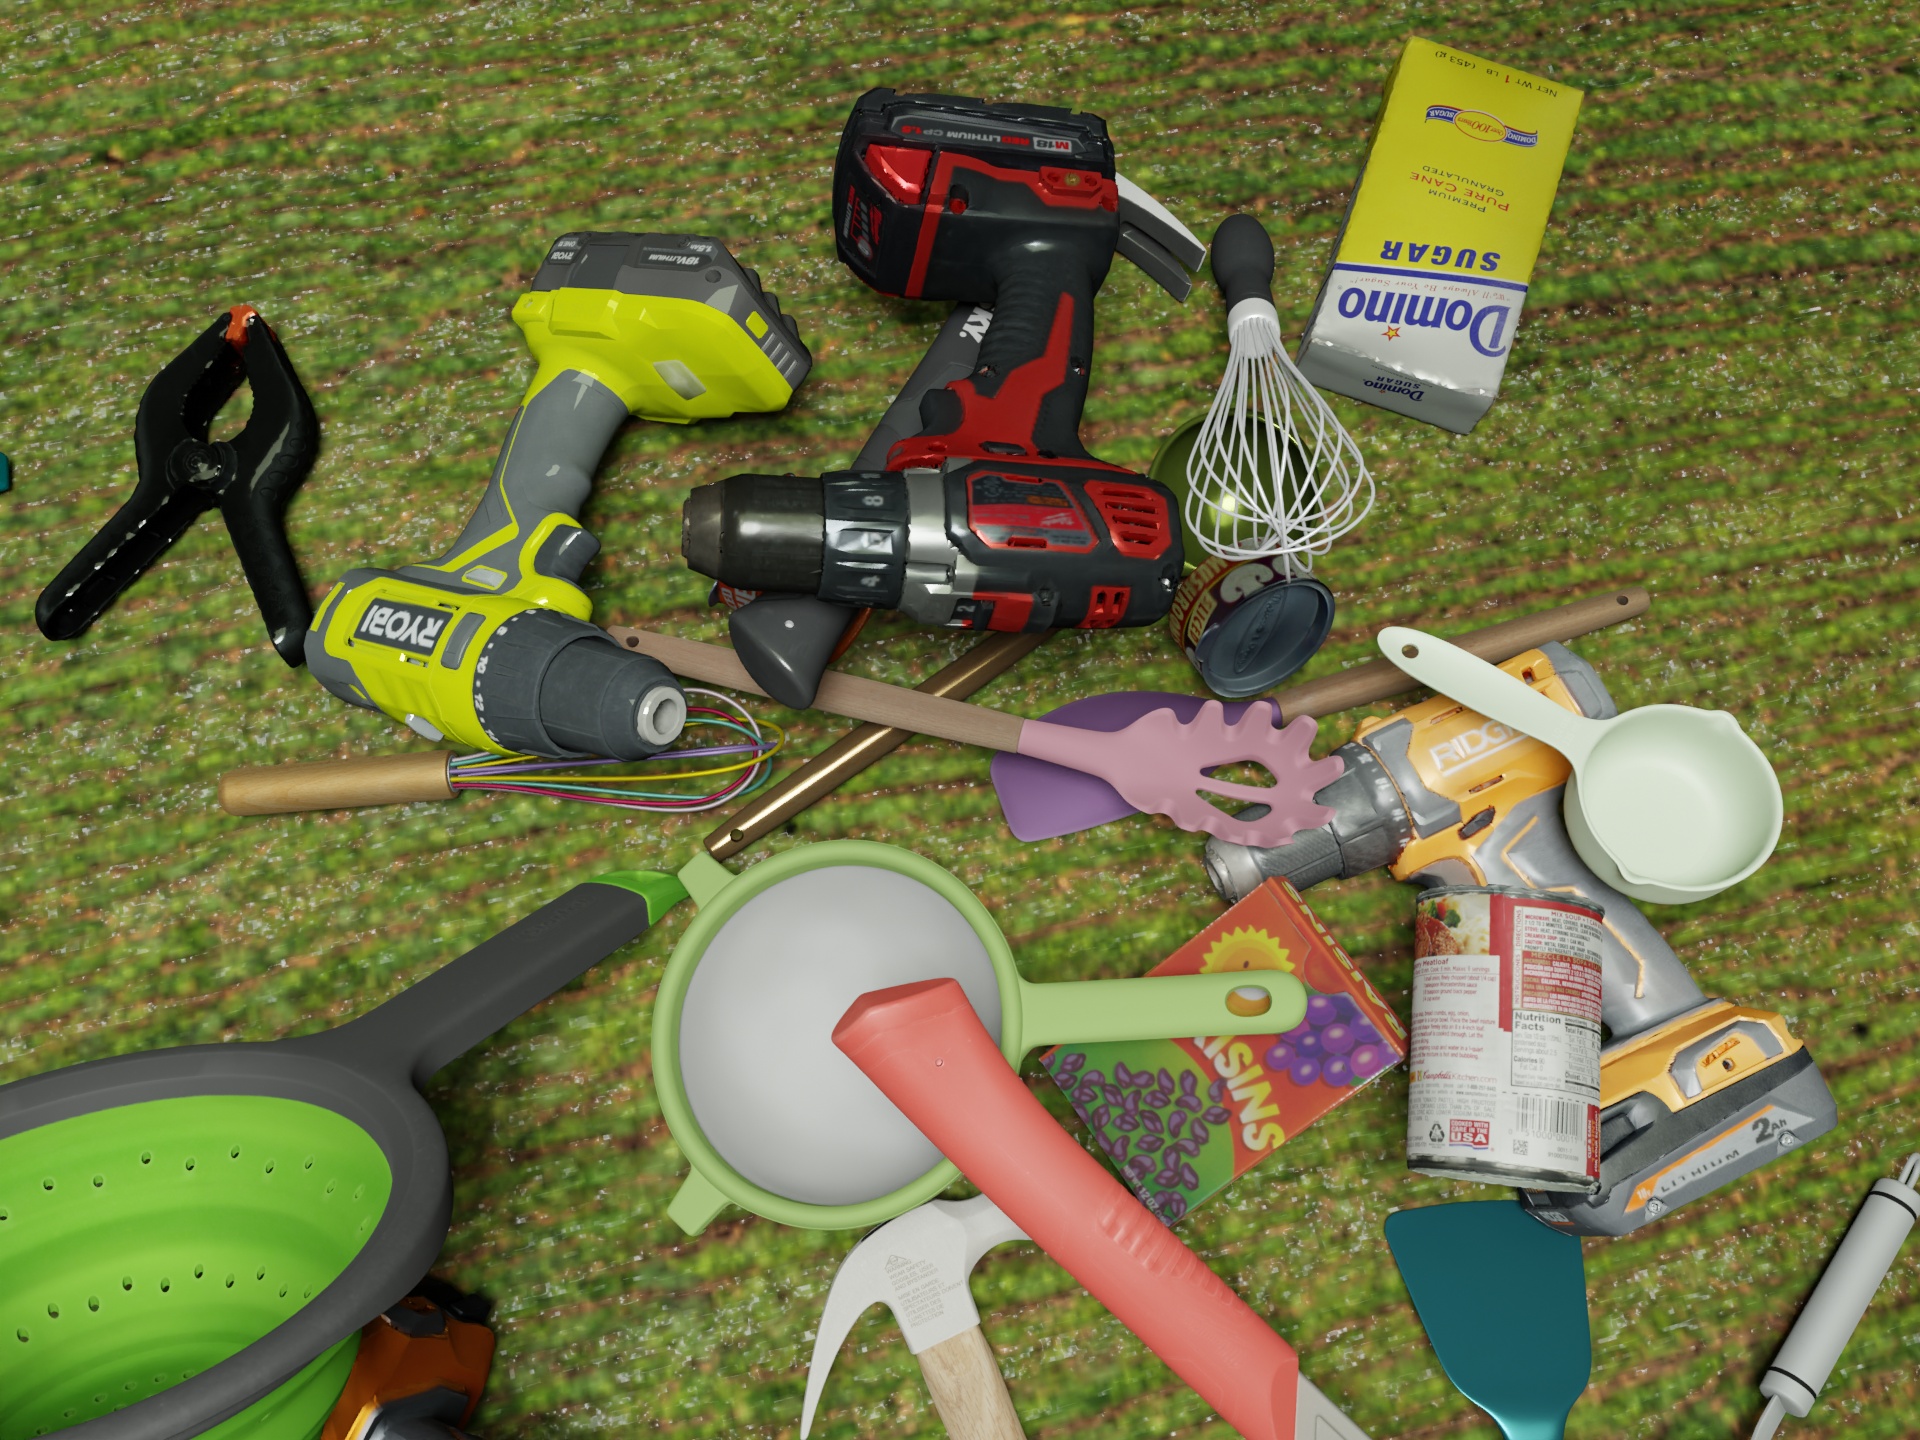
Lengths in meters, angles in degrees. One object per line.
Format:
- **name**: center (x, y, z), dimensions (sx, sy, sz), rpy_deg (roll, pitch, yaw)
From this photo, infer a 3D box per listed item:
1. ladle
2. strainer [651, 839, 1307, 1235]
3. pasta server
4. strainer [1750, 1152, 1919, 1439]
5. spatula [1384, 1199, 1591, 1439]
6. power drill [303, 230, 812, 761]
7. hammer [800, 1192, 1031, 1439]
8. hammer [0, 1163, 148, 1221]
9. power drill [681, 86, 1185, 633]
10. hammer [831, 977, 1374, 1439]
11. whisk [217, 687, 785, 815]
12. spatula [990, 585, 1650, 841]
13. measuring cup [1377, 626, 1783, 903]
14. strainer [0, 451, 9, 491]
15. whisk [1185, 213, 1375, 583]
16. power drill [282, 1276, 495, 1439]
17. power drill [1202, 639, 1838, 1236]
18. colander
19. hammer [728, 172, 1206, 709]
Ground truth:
- **ladle**: center (0.023, -0.033, 0.704), dimensions (0.320, 0.062, 0.078), rpy_deg (-35, 96, -8)
- **strainer**: center (0.008, 0.124, 0.639), dimensions (0.256, 0.069, 0.152), rpy_deg (-5, 70, 8)
- **pasta server**: center (-0.001, -0.002, 0.668), dimensions (0.316, 0.040, 0.060), rpy_deg (13, 74, 6)
- **strainer**: center (0.327, 0.277, 0.640), dimensions (0.258, 0.050, 0.086), rpy_deg (-47, 120, -19)
- **spatula**: center (0.229, 0.356, 0.625), dimensions (0.082, 0.044, 0.318), rpy_deg (-3, 80, -4)
- **power drill**: center (-0.155, -0.090, 0.668), dimensions (0.191, 0.080, 0.228), rpy_deg (13, 70, 34)
- **hammer**: center (0.039, 0.350, 0.614), dimensions (0.130, 0.031, 0.331), rpy_deg (-23, 77, -8)
- **hammer**: center (-0.459, 0.195, 0.603), dimensions (0.331, 0.128, 0.033), rpy_deg (-6, 74, 5)
- **power drill**: center (-0.014, -0.139, 0.634), dimensions (0.188, 0.080, 0.227), rpy_deg (2, 64, -10)
- **hammer**: center (0.086, 0.232, 0.574), dimensions (0.359, 0.037, 0.149), rpy_deg (44, 83, -5)
- **whisk**: center (-0.198, 0.021, 0.692), dimensions (0.245, 0.051, 0.047), rpy_deg (-5, 54, 1)
- **spatula**: center (0.166, -0.013, 0.722), dimensions (0.316, 0.018, 0.060), rpy_deg (-16, 68, -6)
- **measuring cup**: center (0.241, 0.012, 0.640), dimensions (0.168, 0.038, 0.083), rpy_deg (32, 74, 17)
- **strainer**: center (-0.595, -0.050, 0.663), dimensions (0.211, 0.095, 0.340), rpy_deg (33, 75, 6)
- **whisk**: center (0.128, -0.152, 0.678), dimensions (0.070, 0.070, 0.285), rpy_deg (7, 41, 0)
- **power drill**: center (-0.145, 0.286, 0.573), dimensions (0.226, 0.164, 0.084), rpy_deg (24, 75, 17)
- **power drill**: center (0.225, 0.098, 0.666), dimensions (0.185, 0.084, 0.226), rpy_deg (-24, 73, -6)
- **colander**: center (-0.214, 0.160, 0.533), dimensions (0.204, 0.397, 0.094), rpy_deg (7, 110, 25)
- **hammer**: center (-0.005, -0.140, 0.697), dimensions (0.146, 0.035, 0.335), rpy_deg (25, 60, 2)
